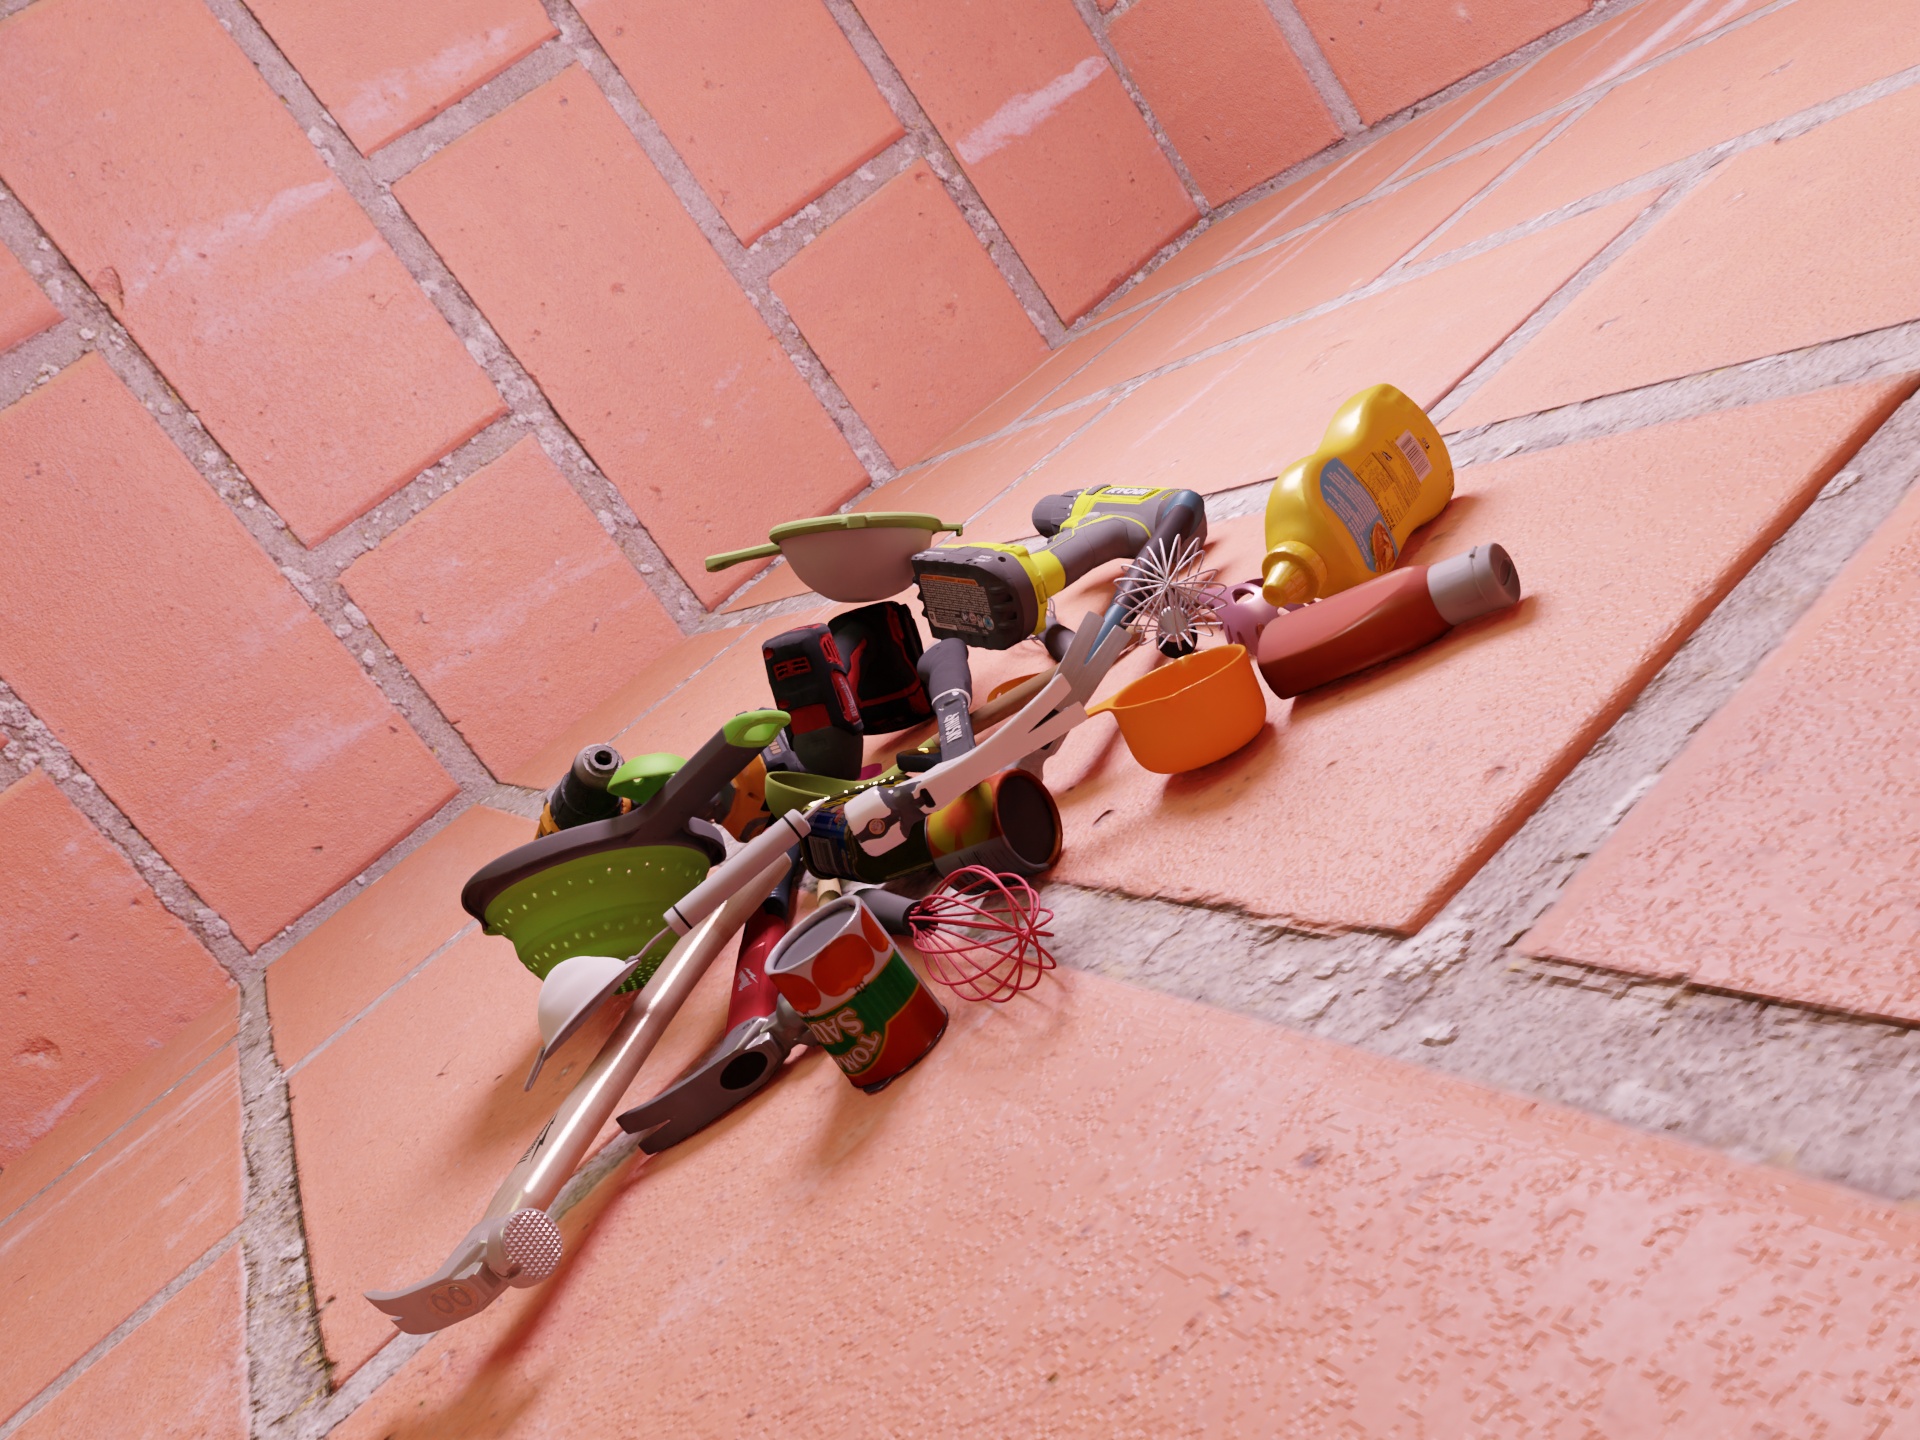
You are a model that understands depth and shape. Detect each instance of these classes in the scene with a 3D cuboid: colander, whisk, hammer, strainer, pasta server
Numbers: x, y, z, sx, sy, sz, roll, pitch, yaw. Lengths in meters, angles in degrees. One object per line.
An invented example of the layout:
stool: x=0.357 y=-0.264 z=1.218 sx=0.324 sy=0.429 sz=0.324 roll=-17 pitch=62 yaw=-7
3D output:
colander: x=-0.226 y=0.118 z=1.171 sx=0.204 sy=0.095 sz=0.397 roll=0 pitch=-28 yaw=-40
whisk: x=0.136 y=-0.065 z=1.020 sx=0.070 sy=0.070 sz=0.284 roll=-35 pitch=-8 yaw=5
hammer: x=-0.152 y=0.164 z=1.124 sx=0.143 sy=0.038 sz=0.386 roll=-36 pitch=15 yaw=6
strainer: x=-0.131 y=-0.133 z=1.415 sx=0.256 sy=0.069 sz=0.151 roll=-6 pitch=-1 yaw=37
strainer: x=-0.187 y=0.132 z=1.012 sx=0.258 sy=0.050 sz=0.087 roll=-39 pitch=-3 yaw=-10
pasta server: x=0.179 y=-0.085 z=1.186 sx=0.060 sy=0.040 sz=0.316 roll=-37 pitch=11 yaw=-6
whisk: x=0.072 y=-0.081 z=1.372 sx=0.055 sy=0.055 sz=0.239 roll=-36 pitch=18 yaw=0
hammer: x=-0.002 y=-0.012 z=1.088 sx=0.149 sy=0.036 sz=0.409 roll=-31 pitch=11 yaw=5
hammer: x=0.118 y=-0.080 z=1.165 sx=0.331 sy=0.033 sz=0.128 roll=-55 pitch=-6 yaw=-48
hammer: x=-0.213 y=0.205 z=1.000 sx=0.146 sy=0.038 sz=0.411 roll=-31 pitch=16 yaw=32
whisk: x=-0.017 y=0.119 z=0.930 sx=0.073 sy=0.073 sz=0.296 roll=-40 pitch=10 yaw=-17

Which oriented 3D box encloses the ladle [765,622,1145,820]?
ladle: x=-0.002 y=-0.004 z=1.222 sx=0.320 sy=0.062 sz=0.078 roll=-29 pitch=15 yaw=-7

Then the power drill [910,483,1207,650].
power drill: x=0.073 y=-0.144 z=1.368 sx=0.228 sy=0.080 sz=0.191 roll=-29 pitch=25 yaw=-31

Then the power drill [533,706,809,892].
power drill: x=-0.240 y=0.058 z=1.323 sx=0.226 sy=0.084 sz=0.185 roll=-17 pitch=-25 yaw=-32

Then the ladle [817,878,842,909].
ladle: x=-0.085 y=0.135 z=1.050 sx=0.031 sy=0.069 sz=0.315 roll=-19 pitch=8 yaw=-3

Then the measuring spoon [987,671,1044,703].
measuring spoon: x=0.057 y=-0.027 z=1.303 sx=0.117 sy=0.011 sz=0.021 roll=-17 pitch=55 yaw=56

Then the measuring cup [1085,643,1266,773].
measuring cup: x=0.102 y=0.012 z=0.961 sx=0.173 sy=0.052 sz=0.095 roll=-24 pitch=10 yaw=17

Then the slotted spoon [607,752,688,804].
slotted spoon: x=-0.235 y=0.092 z=1.269 sx=0.070 sy=0.031 sz=0.313 roll=-9 pitch=-24 yaw=-10

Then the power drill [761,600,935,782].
power drill: x=-0.091 y=-0.021 z=1.340 sx=0.078 sy=0.143 sz=0.220 roll=-15 pitch=8 yaw=18

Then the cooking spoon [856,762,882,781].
cooking spoon: x=-0.051 y=0.056 z=1.272 sx=0.069 sy=0.017 sz=0.319 roll=-33 pitch=12 yaw=-23
